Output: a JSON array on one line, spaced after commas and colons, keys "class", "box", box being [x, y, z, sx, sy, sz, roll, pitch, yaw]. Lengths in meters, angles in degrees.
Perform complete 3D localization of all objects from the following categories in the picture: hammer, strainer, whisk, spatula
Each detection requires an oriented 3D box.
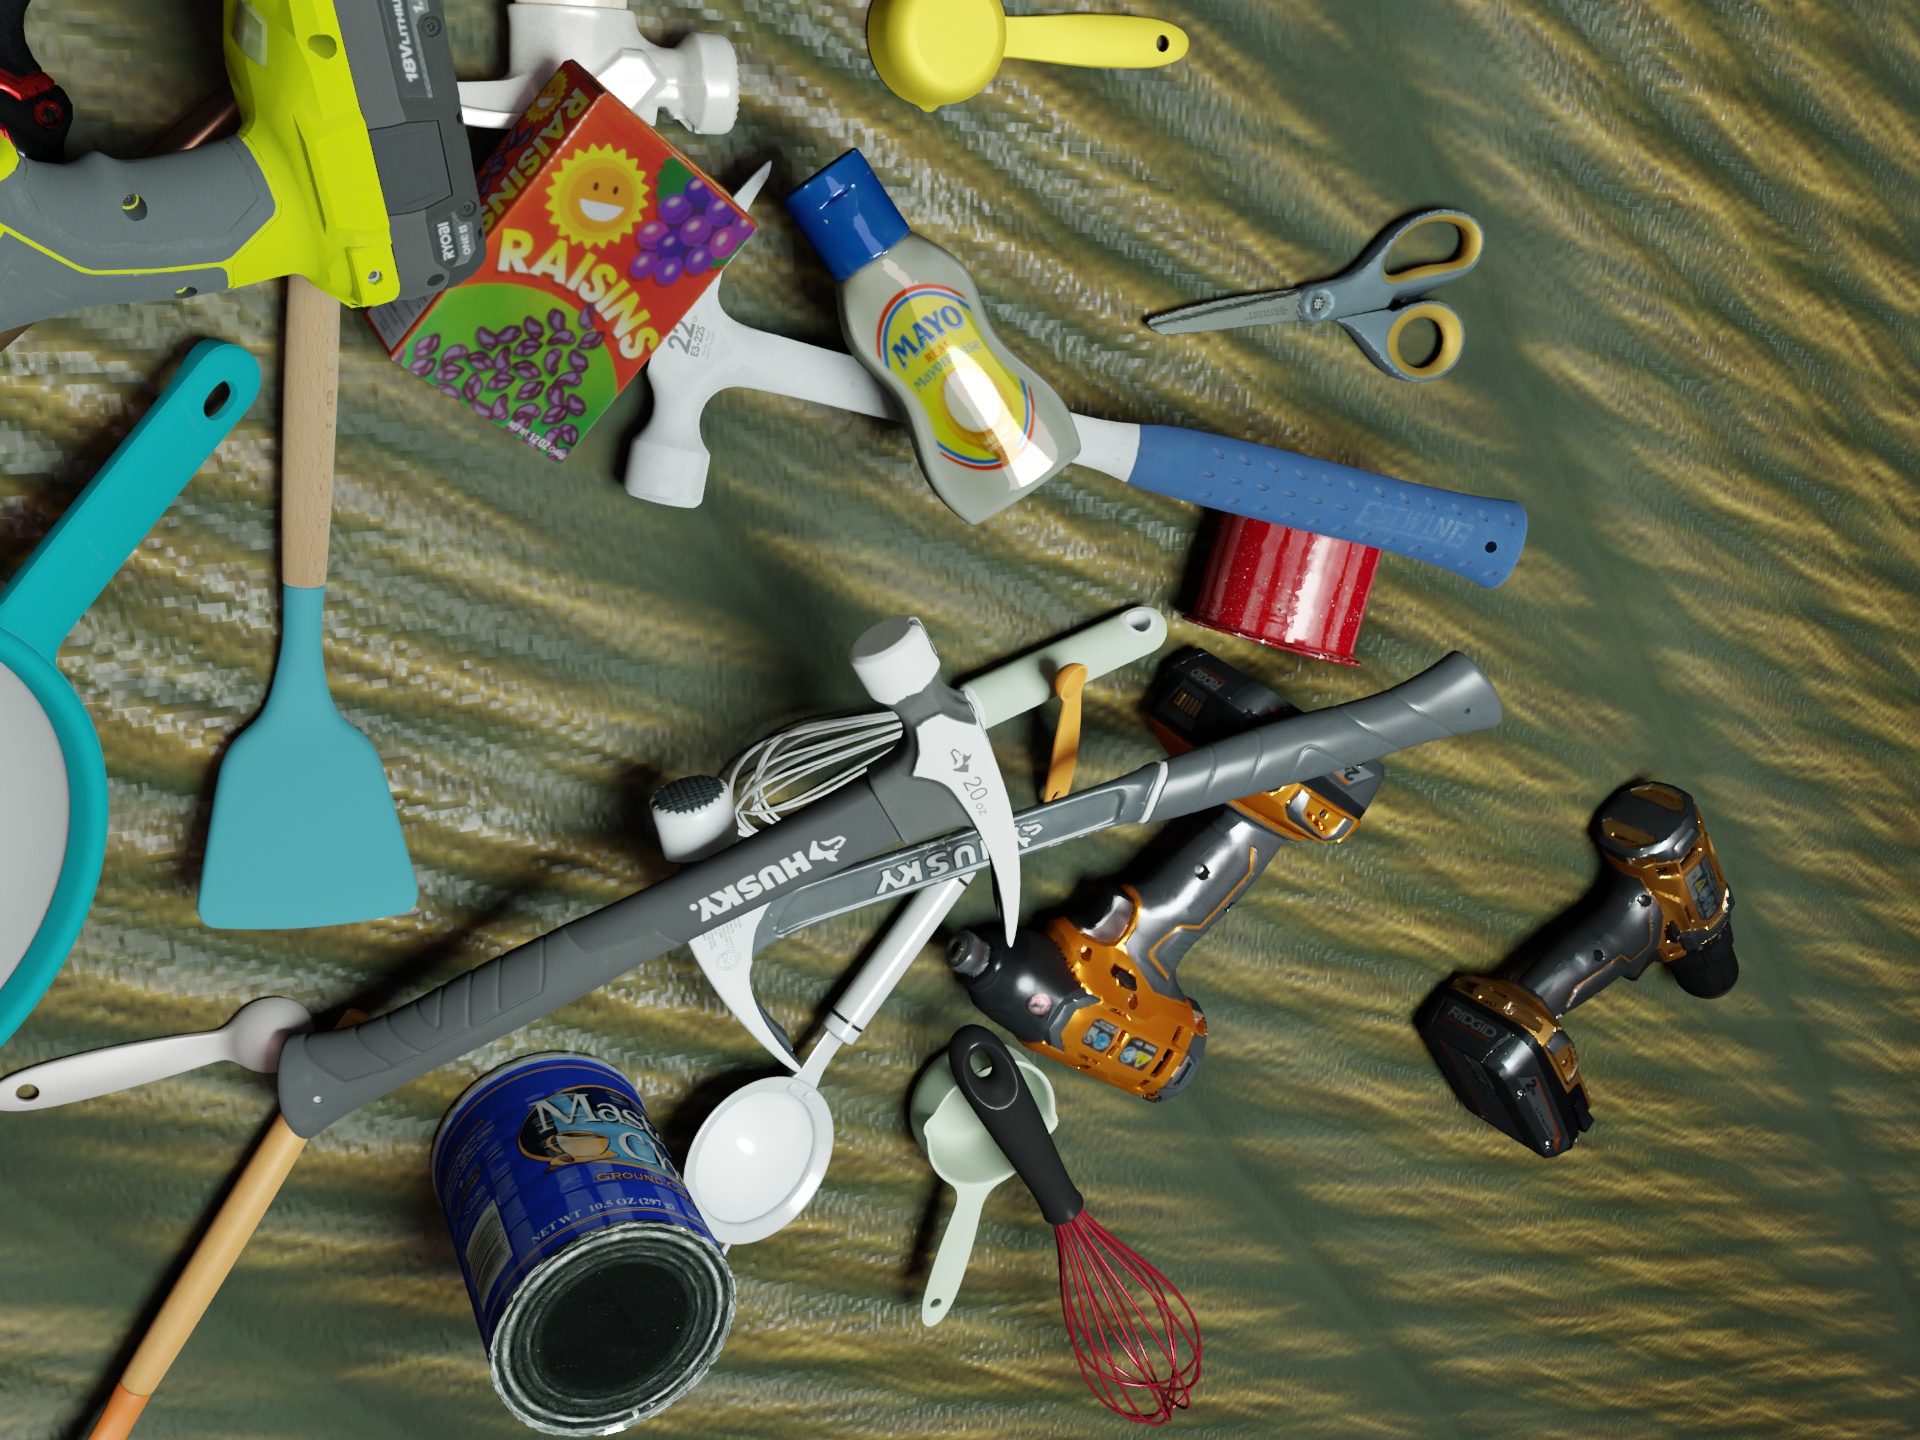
[{"class": "hammer", "box": [-0.154, -0.415, 0.532, 0.146, 0.038, 0.410, -8, 112, -24]}, {"class": "strainer", "box": [-0.064, 0.160, 0.797, 0.258, 0.050, 0.086, -54, 129, -7]}, {"class": "whisk", "box": [-0.001, -0.002, 0.769, 0.246, 0.058, 0.059, -25, 153, -21]}, {"class": "spatula", "box": [-0.349, 0.264, 0.696, 0.081, 0.041, 0.322, 32, 88, -33]}, {"class": "hammer", "box": [0.071, 0.044, 0.742, 0.409, 0.036, 0.149, -16, 117, -12]}, {"class": "strainer", "box": [-0.373, -0.008, 0.540, 0.340, 0.095, 0.210, -61, 157, -20]}, {"class": "spatula", "box": [-0.246, -0.074, 0.606, 0.082, 0.044, 0.317, -1, 109, -28]}, {"class": "hammer", "box": [-0.132, 0.091, 0.656, 0.335, 0.035, 0.146, -27, 118, 5]}, {"class": "whisk", "box": [0.062, 0.276, 0.855, 0.073, 0.073, 0.295, -33, 114, -13]}, {"class": "hammer", "box": [0.067, -0.126, 0.702, 0.405, 0.035, 0.144, 11, 102, -15]}]

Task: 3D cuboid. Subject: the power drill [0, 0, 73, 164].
[{"class": "power drill", "box": [-0.311, -0.273, 0.481, 0.143, 0.079, 0.219, 31, 96, -33]}]

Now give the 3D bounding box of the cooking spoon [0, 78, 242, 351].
[{"class": "cooking spoon", "box": [-0.338, -0.125, 0.538, 0.017, 0.069, 0.319, 42, 79, -3]}]

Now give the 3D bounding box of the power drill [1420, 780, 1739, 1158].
[{"class": "power drill", "box": [0.421, 0.175, 1.039, 0.226, 0.084, 0.185, -44, 124, -12]}]

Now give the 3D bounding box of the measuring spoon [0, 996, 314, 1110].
[{"class": "measuring spoon", "box": [-0.334, 0.144, 0.660, 0.124, 0.018, 0.034, -11, 114, -23]}]

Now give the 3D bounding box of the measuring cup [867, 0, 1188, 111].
[{"class": "measuring cup", "box": [0.037, -0.293, 0.682, 0.156, 0.029, 0.062, -9, 113, -23]}]

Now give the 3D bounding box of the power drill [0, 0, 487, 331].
[{"class": "power drill", "box": [-0.267, -0.169, 0.469, 0.223, 0.080, 0.171, -29, 144, -27]}]

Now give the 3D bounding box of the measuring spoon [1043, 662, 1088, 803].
[{"class": "measuring spoon", "box": [0.049, 0.011, 0.791, 0.021, 0.011, 0.116, -39, 152, -29]}]

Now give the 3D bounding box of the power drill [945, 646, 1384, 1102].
[{"class": "power drill", "box": [0.101, 0.081, 0.832, 0.164, 0.084, 0.226, 29, 97, -31]}]

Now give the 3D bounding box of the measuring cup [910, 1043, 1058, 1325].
[{"class": "measuring cup", "box": [-0.002, 0.250, 0.866, 0.083, 0.038, 0.167, 6, 107, -30]}]
